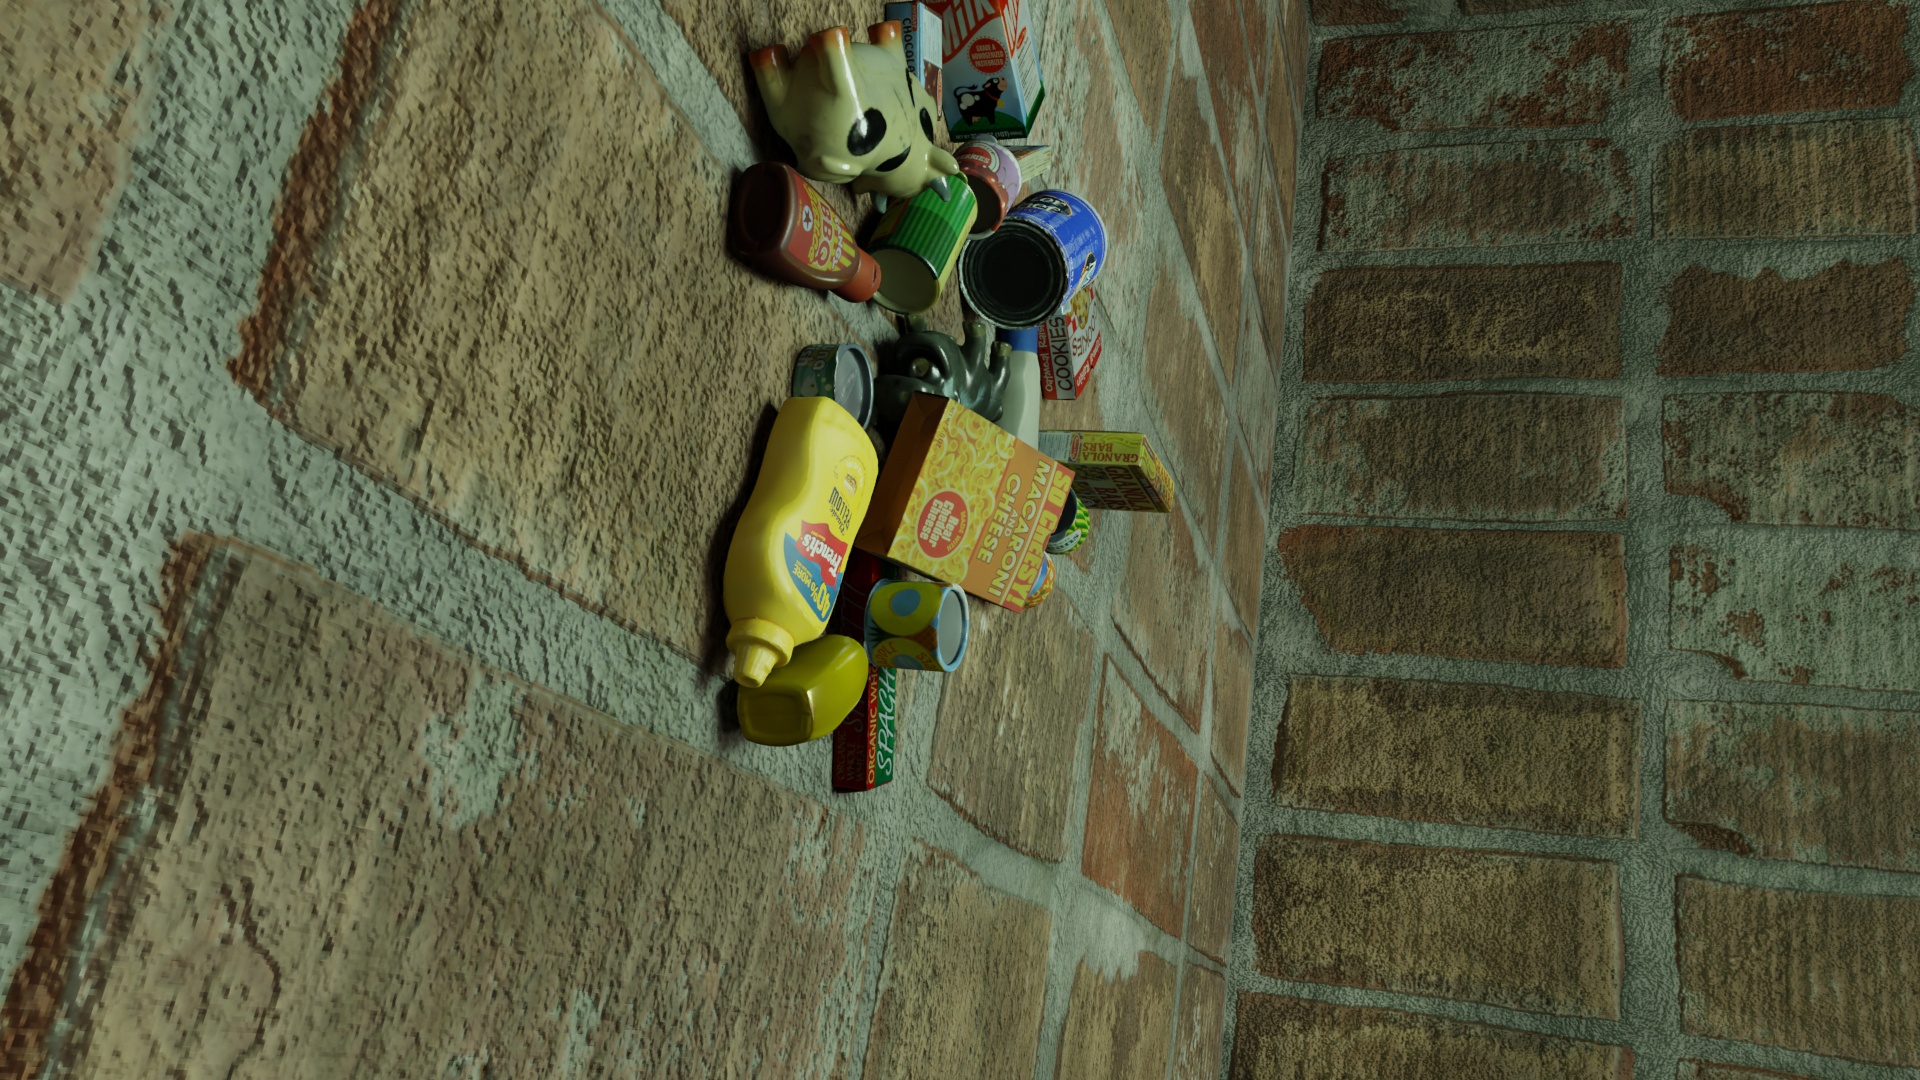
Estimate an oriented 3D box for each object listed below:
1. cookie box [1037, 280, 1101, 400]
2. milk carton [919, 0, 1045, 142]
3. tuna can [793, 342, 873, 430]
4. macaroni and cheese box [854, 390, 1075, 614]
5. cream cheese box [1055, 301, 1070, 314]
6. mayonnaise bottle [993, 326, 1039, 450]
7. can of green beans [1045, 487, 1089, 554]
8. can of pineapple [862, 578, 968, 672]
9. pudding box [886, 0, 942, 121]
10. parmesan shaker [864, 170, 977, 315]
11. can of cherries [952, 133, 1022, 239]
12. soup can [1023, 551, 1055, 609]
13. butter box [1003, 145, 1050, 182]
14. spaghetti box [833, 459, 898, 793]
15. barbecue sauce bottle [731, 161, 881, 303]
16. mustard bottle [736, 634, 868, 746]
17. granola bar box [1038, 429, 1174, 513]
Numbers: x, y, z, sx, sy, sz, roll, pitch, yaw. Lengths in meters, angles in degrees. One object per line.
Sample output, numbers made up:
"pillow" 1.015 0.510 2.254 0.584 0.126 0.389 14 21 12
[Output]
"cookie box" 0.113 -0.251 1.488 0.123 0.040 0.166 -60 146 -52
"milk carton" 0.013 -0.435 1.158 0.189 0.072 0.074 73 28 -44
"tuna can" -0.089 -0.106 0.968 0.071 0.033 0.071 1 91 -70
"macaroni and cheese box" 0.008 -0.025 1.049 0.166 0.040 0.124 25 84 -47
"cream cheese box" 0.079 -0.276 1.377 0.024 0.053 0.103 -33 123 -64
"mayonnaise bottle" 0.054 -0.144 1.342 0.065 0.041 0.148 8 83 -71
"can of green beans" 0.095 -0.024 1.423 0.057 0.071 0.071 44 51 -64
"can of pineapple" -0.032 0.064 1.015 0.071 0.058 0.071 1 91 -69
"pudding box" -0.036 -0.375 1.091 0.050 0.030 0.083 -18 109 -70
"parmesan shaker" -0.031 -0.231 1.059 0.071 0.071 0.103 72 29 -43
"can of cherries" 0.013 -0.299 1.177 0.059 0.071 0.071 -65 150 -44
"soup can" 0.046 0.025 1.299 0.083 0.071 0.071 46 49 -63
"butter box" 0.044 -0.345 1.275 0.104 0.053 0.024 -48 139 -59
"spaghetti box" -0.069 0.063 1.042 0.050 0.028 0.250 0 91 -69
"barbecue sauce bottle" -0.098 -0.195 0.920 0.148 0.043 0.065 21 71 -69
"mustard bottle" -0.094 0.094 0.931 0.161 0.065 0.048 -32 118 -71
"granola bar box" 0.152 -0.074 1.491 0.165 0.124 0.039 40 56 -65
